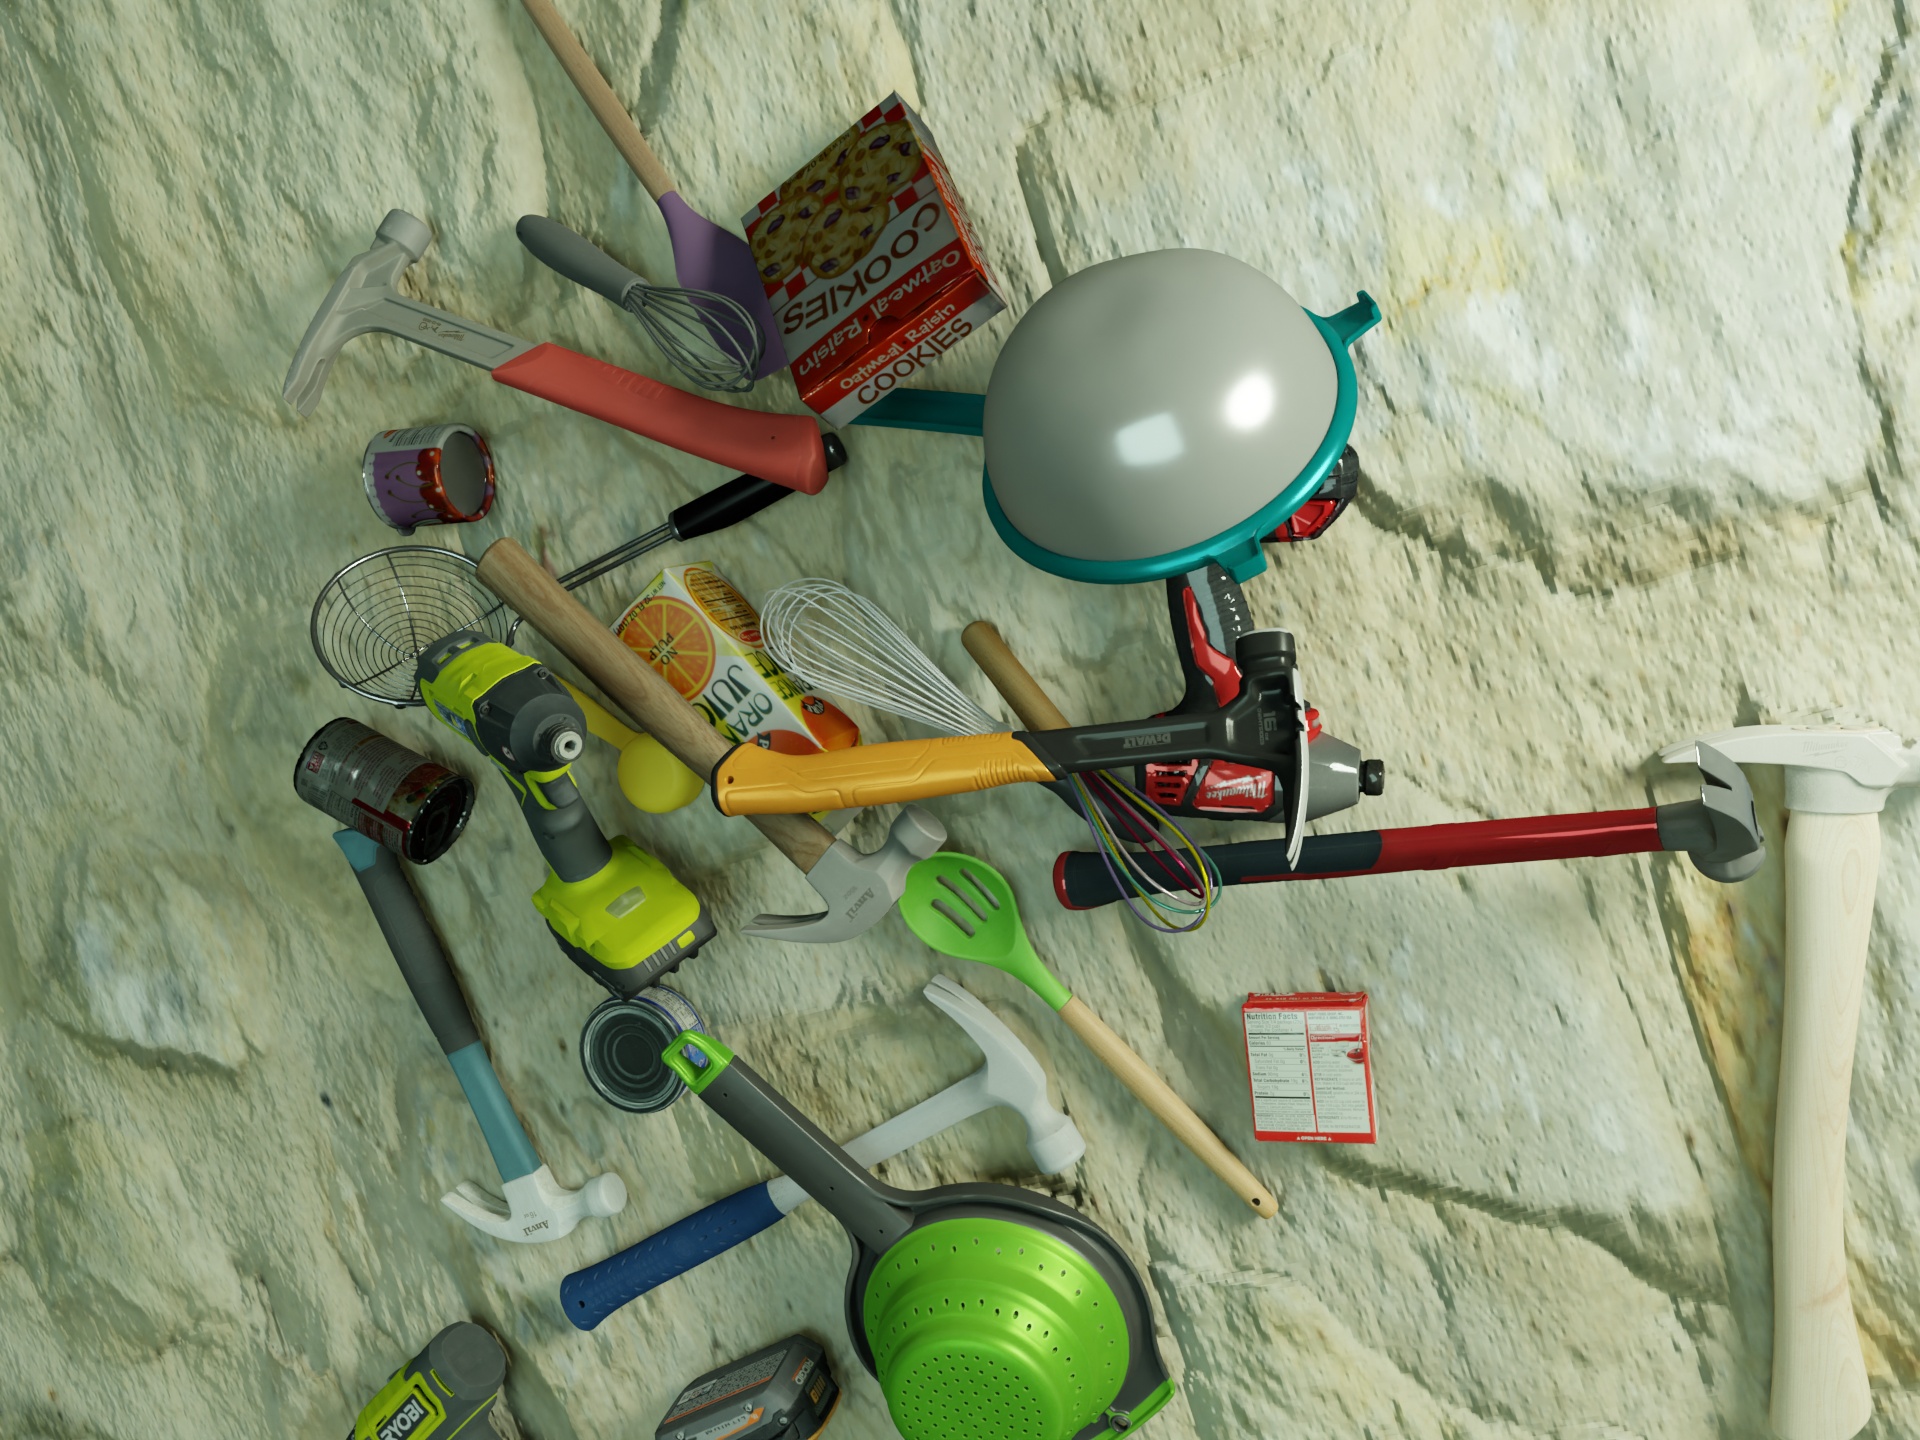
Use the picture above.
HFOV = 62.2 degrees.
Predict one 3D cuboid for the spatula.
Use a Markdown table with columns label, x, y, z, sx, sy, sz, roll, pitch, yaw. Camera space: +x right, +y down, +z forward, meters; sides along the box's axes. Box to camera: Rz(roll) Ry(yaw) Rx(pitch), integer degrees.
| label | x | y | z | sx | sy | sz | roll | pitch | yaw |
| --- | --- | --- | --- | --- | --- | --- | --- | --- | --- |
| spatula | -0.196 | -0.349 | 0.997 | 0.060 | 0.018 | 0.316 | -33 | 85 | -16 |

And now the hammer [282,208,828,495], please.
| label | x | y | z | sx | sy | sz | roll | pitch | yaw |
| --- | --- | --- | --- | --- | --- | --- | --- | --- | --- |
| hammer | -0.249 | -0.206 | 0.999 | 0.359 | 0.036 | 0.149 | 22 | 79 | 14 |

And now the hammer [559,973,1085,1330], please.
| label | x | y | z | sx | sy | sz | roll | pitch | yaw |
| --- | --- | --- | --- | --- | --- | --- | --- | --- | --- |
| hammer | -0.118 | 0.314 | 1.080 | 0.405 | 0.035 | 0.144 | -32 | 89 | 20 |

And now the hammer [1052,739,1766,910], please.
| label | x | y | z | sx | sy | sz | roll | pitch | yaw |
| --- | --- | --- | --- | --- | --- | --- | --- | --- | --- |
| hammer | 0.221 | 0.069 | 0.872 | 0.386 | 0.143 | 0.038 | -8 | 67 | 29 |

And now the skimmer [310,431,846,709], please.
| label | x | y | z | sx | sy | sz | roll | pitch | yaw |
| --- | --- | --- | --- | --- | --- | --- | --- | --- | --- |
| skimmer | -0.248 | -0.112 | 1.020 | 0.363 | 0.090 | 0.127 | -23 | 61 | 17 |

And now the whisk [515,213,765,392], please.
| label | x | y | z | sx | sy | sz | roll | pitch | yaw |
| --- | --- | --- | --- | --- | --- | --- | --- | --- | --- |
| whisk | -0.202 | -0.263 | 0.976 | 0.239 | 0.055 | 0.055 | 35 | 109 | 29 |

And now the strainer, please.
| label | x | y | z | sx | sy | sz | roll | pitch | yaw |
| --- | --- | --- | --- | --- | --- | --- | --- | --- | --- |
| strainer | 0.042 | -0.191 | 0.871 | 0.340 | 0.095 | 0.211 | 12 | 62 | 33 |

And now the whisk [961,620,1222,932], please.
| label | x | y | z | sx | sy | sz | roll | pitch | yaw |
| --- | --- | --- | --- | --- | --- | --- | --- | --- | --- |
| whisk | 0.072 | 0.024 | 0.922 | 0.051 | 0.047 | 0.245 | -29 | 57 | -13 |

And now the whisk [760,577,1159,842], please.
| label | x | y | z | sx | sy | sz | roll | pitch | yaw |
| --- | --- | --- | --- | --- | --- | --- | --- | --- | --- |
| whisk | -0.001 | -0.004 | 0.981 | 0.284 | 0.070 | 0.070 | 31 | 107 | 6 |

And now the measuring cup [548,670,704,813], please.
| label | x | y | z | sx | sy | sz | roll | pitch | yaw |
| --- | --- | --- | --- | --- | --- | --- | --- | --- | --- |
| measuring cup | -0.243 | 0.008 | 1.070 | 0.156 | 0.029 | 0.062 | 33 | 107 | 8 |

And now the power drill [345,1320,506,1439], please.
| label | x | y | z | sx | sy | sz | roll | pitch | yaw |
| --- | --- | --- | --- | --- | --- | --- | --- | --- | --- |
| power drill | -0.362 | 0.587 | 1.184 | 0.228 | 0.080 | 0.190 | 45 | 109 | 9 |

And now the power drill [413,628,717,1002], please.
| label | x | y | z | sx | sy | sz | roll | pitch | yaw |
| --- | --- | --- | --- | --- | --- | --- | --- | --- | --- |
| power drill | -0.241 | 0.059 | 0.981 | 0.171 | 0.080 | 0.223 | 23 | 142 | 49 |

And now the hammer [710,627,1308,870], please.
| label | x | y | z | sx | sy | sz | roll | pitch | yaw |
| --- | --- | --- | --- | --- | --- | --- | --- | --- | --- |
| hammer | 0.020 | 0.030 | 0.878 | 0.337 | 0.034 | 0.127 | -6 | 71 | 15 |

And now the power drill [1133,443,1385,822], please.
| label | x | y | z | sx | sy | sz | roll | pitch | yaw |
| --- | --- | --- | --- | --- | --- | --- | --- | --- | --- |
| power drill | 0.171 | -0.048 | 0.908 | 0.143 | 0.078 | 0.219 | 3 | 103 | 18 |

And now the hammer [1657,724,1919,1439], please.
| label | x | y | z | sx | sy | sz | roll | pitch | yaw |
| --- | --- | --- | --- | --- | --- | --- | --- | --- | --- |
| hammer | 0.461 | 0.205 | 0.879 | 0.146 | 0.038 | 0.410 | 1 | 100 | 19 |

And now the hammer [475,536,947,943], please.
| label | x | y | z | sx | sy | sz | roll | pitch | yaw |
| --- | --- | --- | --- | --- | --- | --- | --- | --- | --- |
| hammer | -0.169 | 0.009 | 0.968 | 0.331 | 0.031 | 0.130 | 41 | 108 | 6 |

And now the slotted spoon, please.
| label | x | y | z | sx | sy | sz | roll | pitch | yaw |
| --- | --- | --- | --- | --- | --- | --- | --- | --- | --- |
| slotted spoon | 0.082 | 0.198 | 1.003 | 0.314 | 0.031 | 0.070 | 44 | 109 | 4 |

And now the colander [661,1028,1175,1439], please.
| label | x | y | z | sx | sy | sz | roll | pitch | yaw |
| --- | --- | --- | --- | --- | --- | --- | --- | --- | --- |
| colander | -0.044 | 0.348 | 0.996 | 0.397 | 0.094 | 0.204 | 42 | 113 | -3 |

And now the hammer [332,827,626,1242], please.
| label | x | y | z | sx | sy | sz | roll | pitch | yaw |
| --- | --- | --- | --- | --- | --- | --- | --- | --- | --- |
| hammer | -0.363 | 0.222 | 1.144 | 0.128 | 0.033 | 0.331 | -25 | 91 | 19 |

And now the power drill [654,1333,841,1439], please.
| label | x | y | z | sx | sy | sz | roll | pitch | yaw |
| --- | --- | --- | --- | --- | --- | --- | --- | --- | --- |
| power drill | -0.081 | 0.539 | 1.085 | 0.185 | 0.084 | 0.226 | -30 | 94 | 19 |
